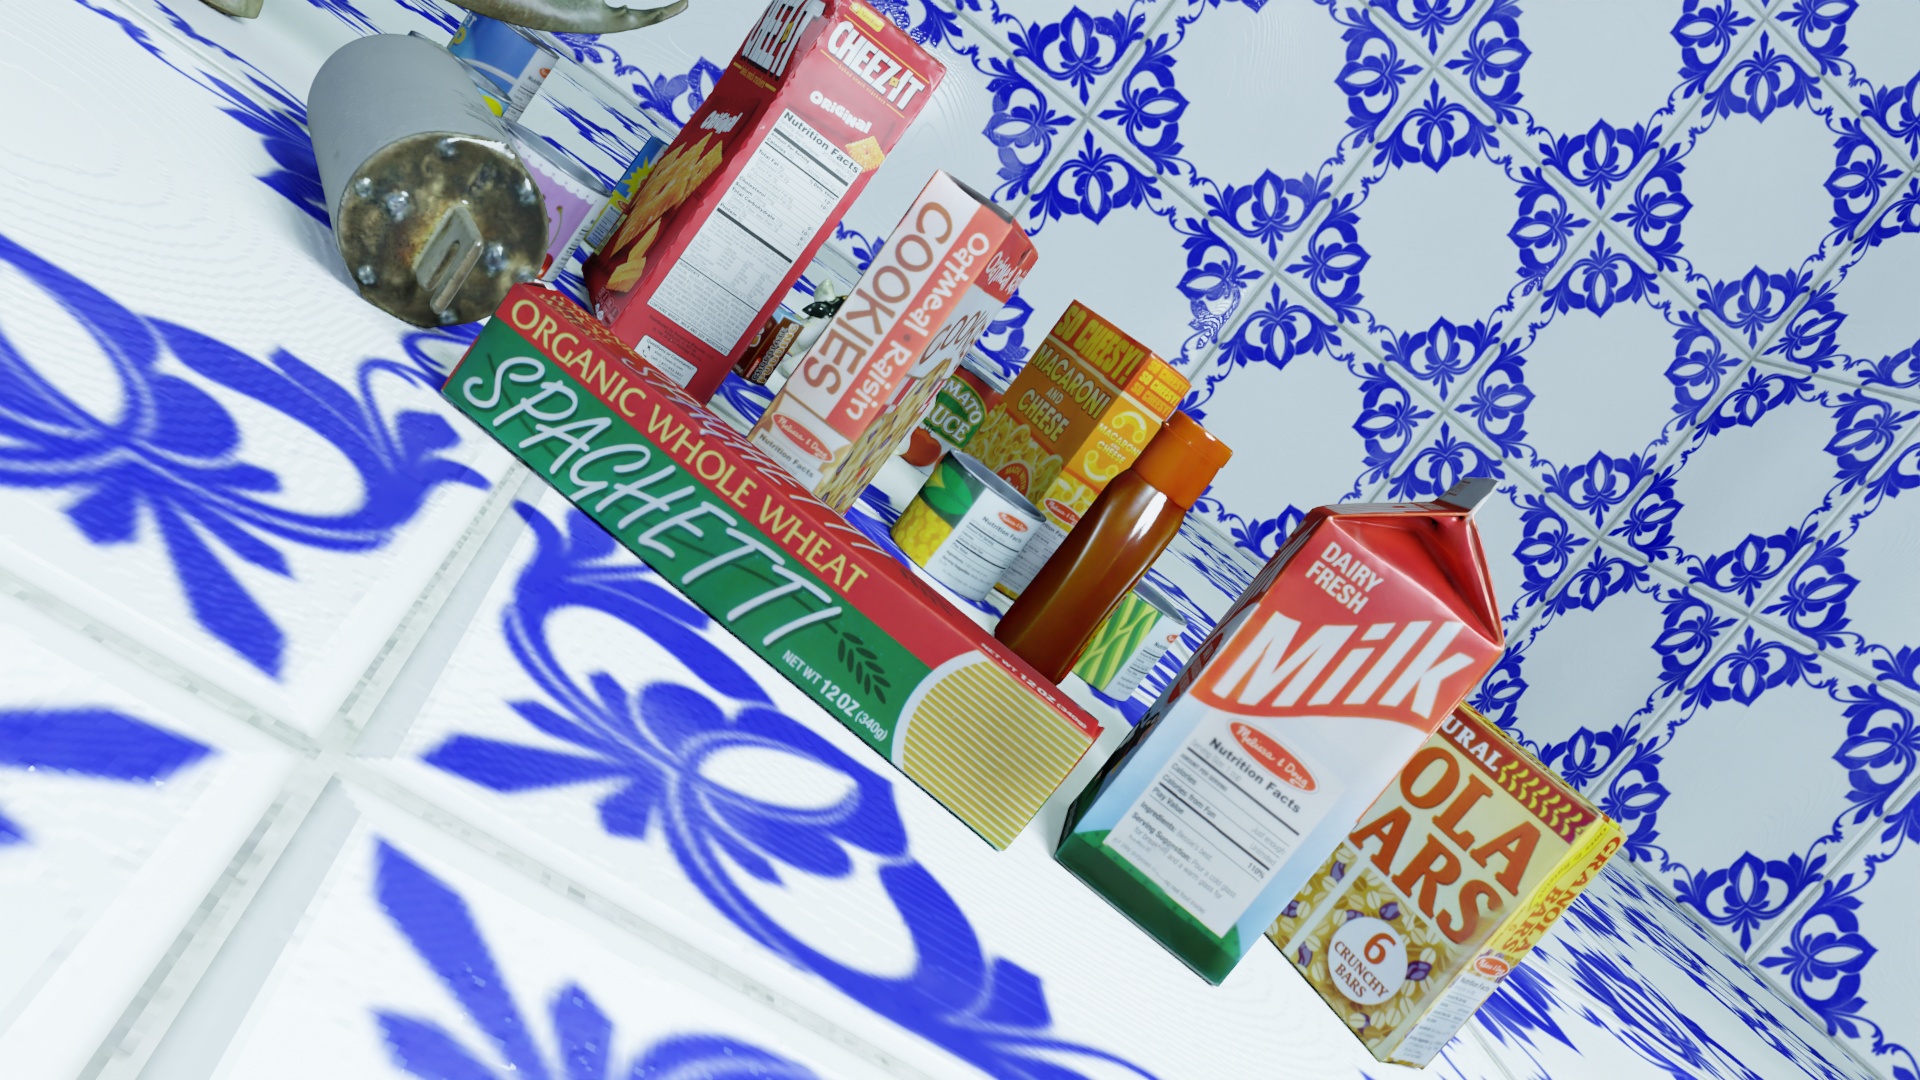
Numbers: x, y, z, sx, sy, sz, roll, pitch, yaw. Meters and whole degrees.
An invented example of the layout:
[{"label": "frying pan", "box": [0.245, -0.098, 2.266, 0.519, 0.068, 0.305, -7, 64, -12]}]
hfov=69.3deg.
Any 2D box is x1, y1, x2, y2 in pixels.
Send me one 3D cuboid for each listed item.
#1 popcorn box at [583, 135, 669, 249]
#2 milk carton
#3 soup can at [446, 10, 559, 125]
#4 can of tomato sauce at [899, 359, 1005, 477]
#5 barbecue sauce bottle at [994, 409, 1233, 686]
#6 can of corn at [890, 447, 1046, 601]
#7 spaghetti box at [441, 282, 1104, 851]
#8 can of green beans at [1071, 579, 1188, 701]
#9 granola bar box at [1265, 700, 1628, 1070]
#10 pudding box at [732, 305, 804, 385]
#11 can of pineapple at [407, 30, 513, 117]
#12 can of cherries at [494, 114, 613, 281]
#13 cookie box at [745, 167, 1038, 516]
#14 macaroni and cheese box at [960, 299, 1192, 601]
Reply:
[{"label": "popcorn box", "box": [-0.202, -0.227, 0.980, 0.038, 0.085, 0.127, 39, 9, 9]}, {"label": "milk carton", "box": [0.121, 0.053, 0.490, 0.073, 0.190, 0.072, 38, 9, 5]}, {"label": "soup can", "box": [-0.340, -0.332, 0.990, 0.071, 0.083, 0.071, 36, 9, -7]}, {"label": "can of tomato sauce", "box": [-0.012, -0.094, 1.043, 0.071, 0.083, 0.071, 36, 9, -7]}, {"label": "barbecue sauce bottle", "box": [0.077, 0.003, 0.701, 0.043, 0.148, 0.065, 37, 9, -4]}, {"label": "can of corn", "box": [0.003, -0.010, 0.765, 0.071, 0.058, 0.071, 36, 9, -7]}, {"label": "spaghetti box", "box": [-0.066, 0.005, 0.466, 0.250, 0.050, 0.029, 38, 9, 6]}, {"label": "can of green beans", "box": [0.085, 0.049, 0.788, 0.071, 0.057, 0.071, 36, 9, -7]}, {"label": "granola bar box", "box": [0.163, 0.110, 0.575, 0.039, 0.124, 0.166, 29, 12, -44]}, {"label": "pudding box", "box": [-0.147, -0.144, 0.895, 0.084, 0.049, 0.030, 41, 9, 22]}, {"label": "can of pineapple", "box": [-0.306, -0.253, 0.807, 0.071, 0.057, 0.071, 36, 9, -7]}, {"label": "can of cherries", "box": [-0.230, -0.180, 0.733, 0.071, 0.058, 0.071, 36, 9, -7]}, {"label": "cookie box", "box": [-0.034, -0.072, 0.595, 0.040, 0.167, 0.123, 38, 9, 2]}, {"label": "macaroni and cheese box", "box": [0.056, -0.058, 0.863, 0.040, 0.166, 0.124, 33, 10, -29]}]
